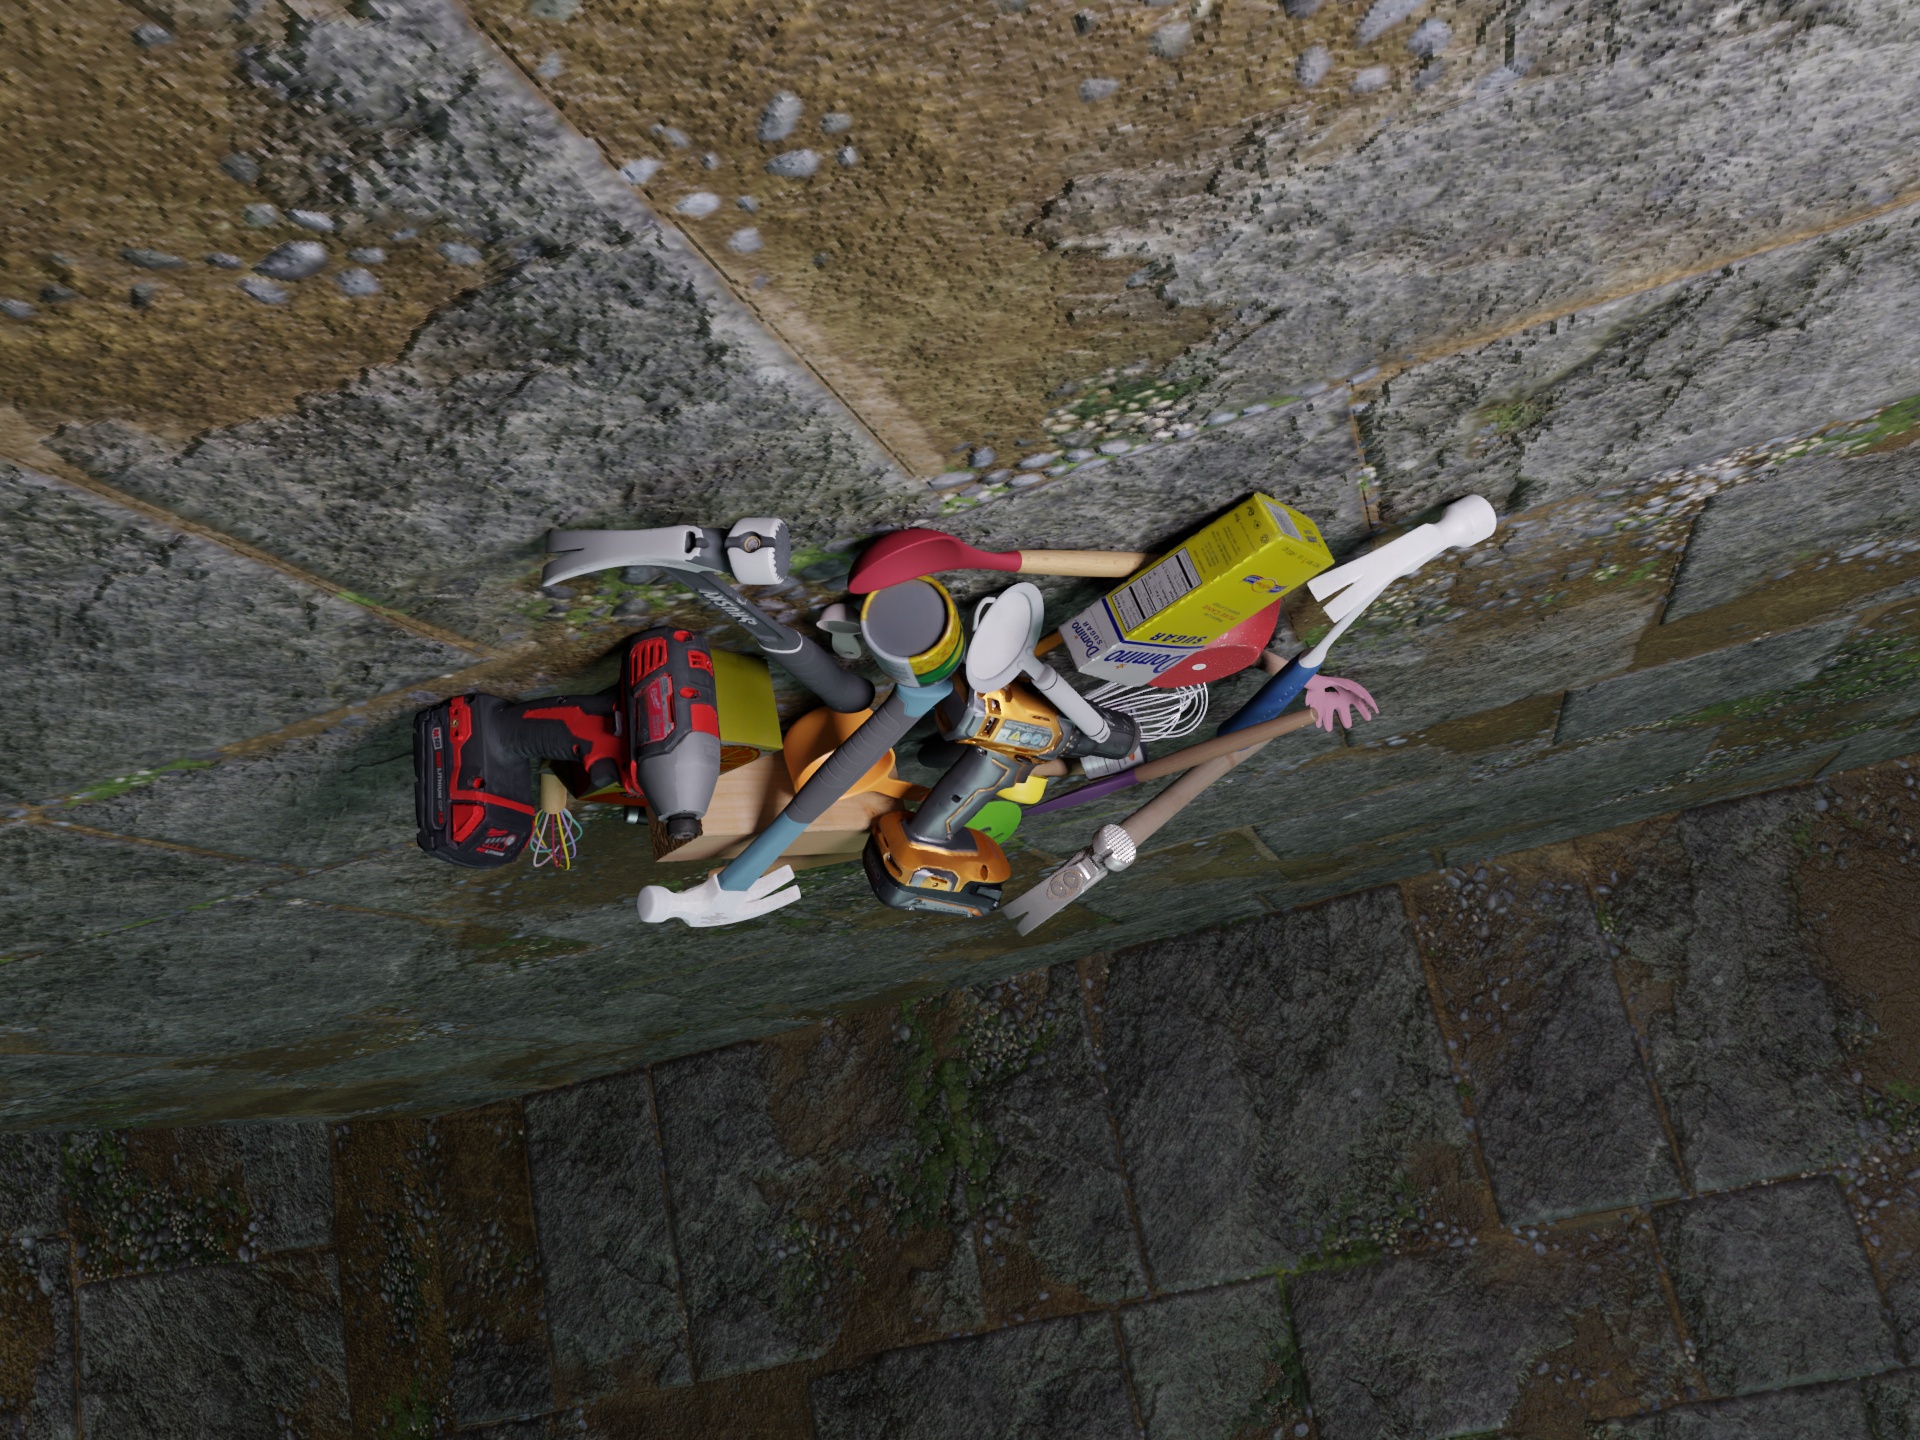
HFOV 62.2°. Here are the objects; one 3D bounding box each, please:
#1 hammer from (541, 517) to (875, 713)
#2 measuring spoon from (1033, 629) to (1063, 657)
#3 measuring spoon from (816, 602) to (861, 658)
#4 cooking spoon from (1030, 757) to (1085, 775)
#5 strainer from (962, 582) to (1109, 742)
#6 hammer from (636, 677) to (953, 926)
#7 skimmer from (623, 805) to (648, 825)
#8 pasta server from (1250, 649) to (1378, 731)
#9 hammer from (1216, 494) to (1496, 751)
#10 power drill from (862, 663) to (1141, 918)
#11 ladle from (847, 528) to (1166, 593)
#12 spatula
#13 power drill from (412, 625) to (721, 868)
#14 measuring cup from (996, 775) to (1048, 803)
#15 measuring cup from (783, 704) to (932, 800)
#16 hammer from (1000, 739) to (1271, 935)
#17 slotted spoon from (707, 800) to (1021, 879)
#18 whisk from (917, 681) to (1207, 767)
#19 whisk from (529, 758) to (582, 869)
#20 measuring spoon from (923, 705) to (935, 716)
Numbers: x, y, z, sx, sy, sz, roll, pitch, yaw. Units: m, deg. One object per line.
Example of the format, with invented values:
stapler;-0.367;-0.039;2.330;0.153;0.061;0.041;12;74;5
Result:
hammer;-0.131;-0.057;1.052;0.149;0.036;0.408;1;169;12
measuring spoon;0.063;-0.053;1.281;0.021;0.011;0.117;0;160;-35
measuring spoon;-0.083;-0.064;1.144;0.034;0.018;0.124;6;170;0
cooking spoon;0.119;0.046;1.580;0.069;0.017;0.318;-18;172;21
strainer;0.057;-0.036;1.202;0.050;0.087;0.258;29;173;38
hammer;-0.121;0.067;1.264;0.128;0.033;0.331;9;137;-44
skimmer;-0.144;0.076;1.542;0.363;0.090;0.127;7;152;-23
pasta server;0.307;-0.037;1.465;0.060;0.040;0.316;-23;159;29
hammer;0.285;-0.054;1.297;0.144;0.035;0.405;-27;166;-18
power drill;0.036;0.061;1.347;0.185;0.084;0.226;11;122;-30
ladle;0.059;-0.107;1.073;0.315;0.031;0.069;-3;159;-35
spatula;0.183;0.042;1.433;0.316;0.018;0.059;-22;166;37
power drill;-0.265;0.030;1.098;0.219;0.143;0.078;-15;161;19
measuring cup;0.030;0.059;1.450;0.062;0.029;0.156;17;-173;25
measuring cup;-0.081;0.033;1.359;0.095;0.052;0.173;-36;151;21
hammer;0.188;0.081;1.490;0.146;0.038;0.410;-41;173;38
slotted spoon;-0.094;0.123;1.516;0.314;0.031;0.070;-11;147;13
whisk;0.085;0.002;1.421;0.284;0.070;0.070;-14;165;25
whisk;-0.352;0.081;1.387;0.051;0.047;0.245;-5;159;-17
measuring spoon;-0.002;-0.004;1.379;0.128;0.021;0.042;-11;164;-8
